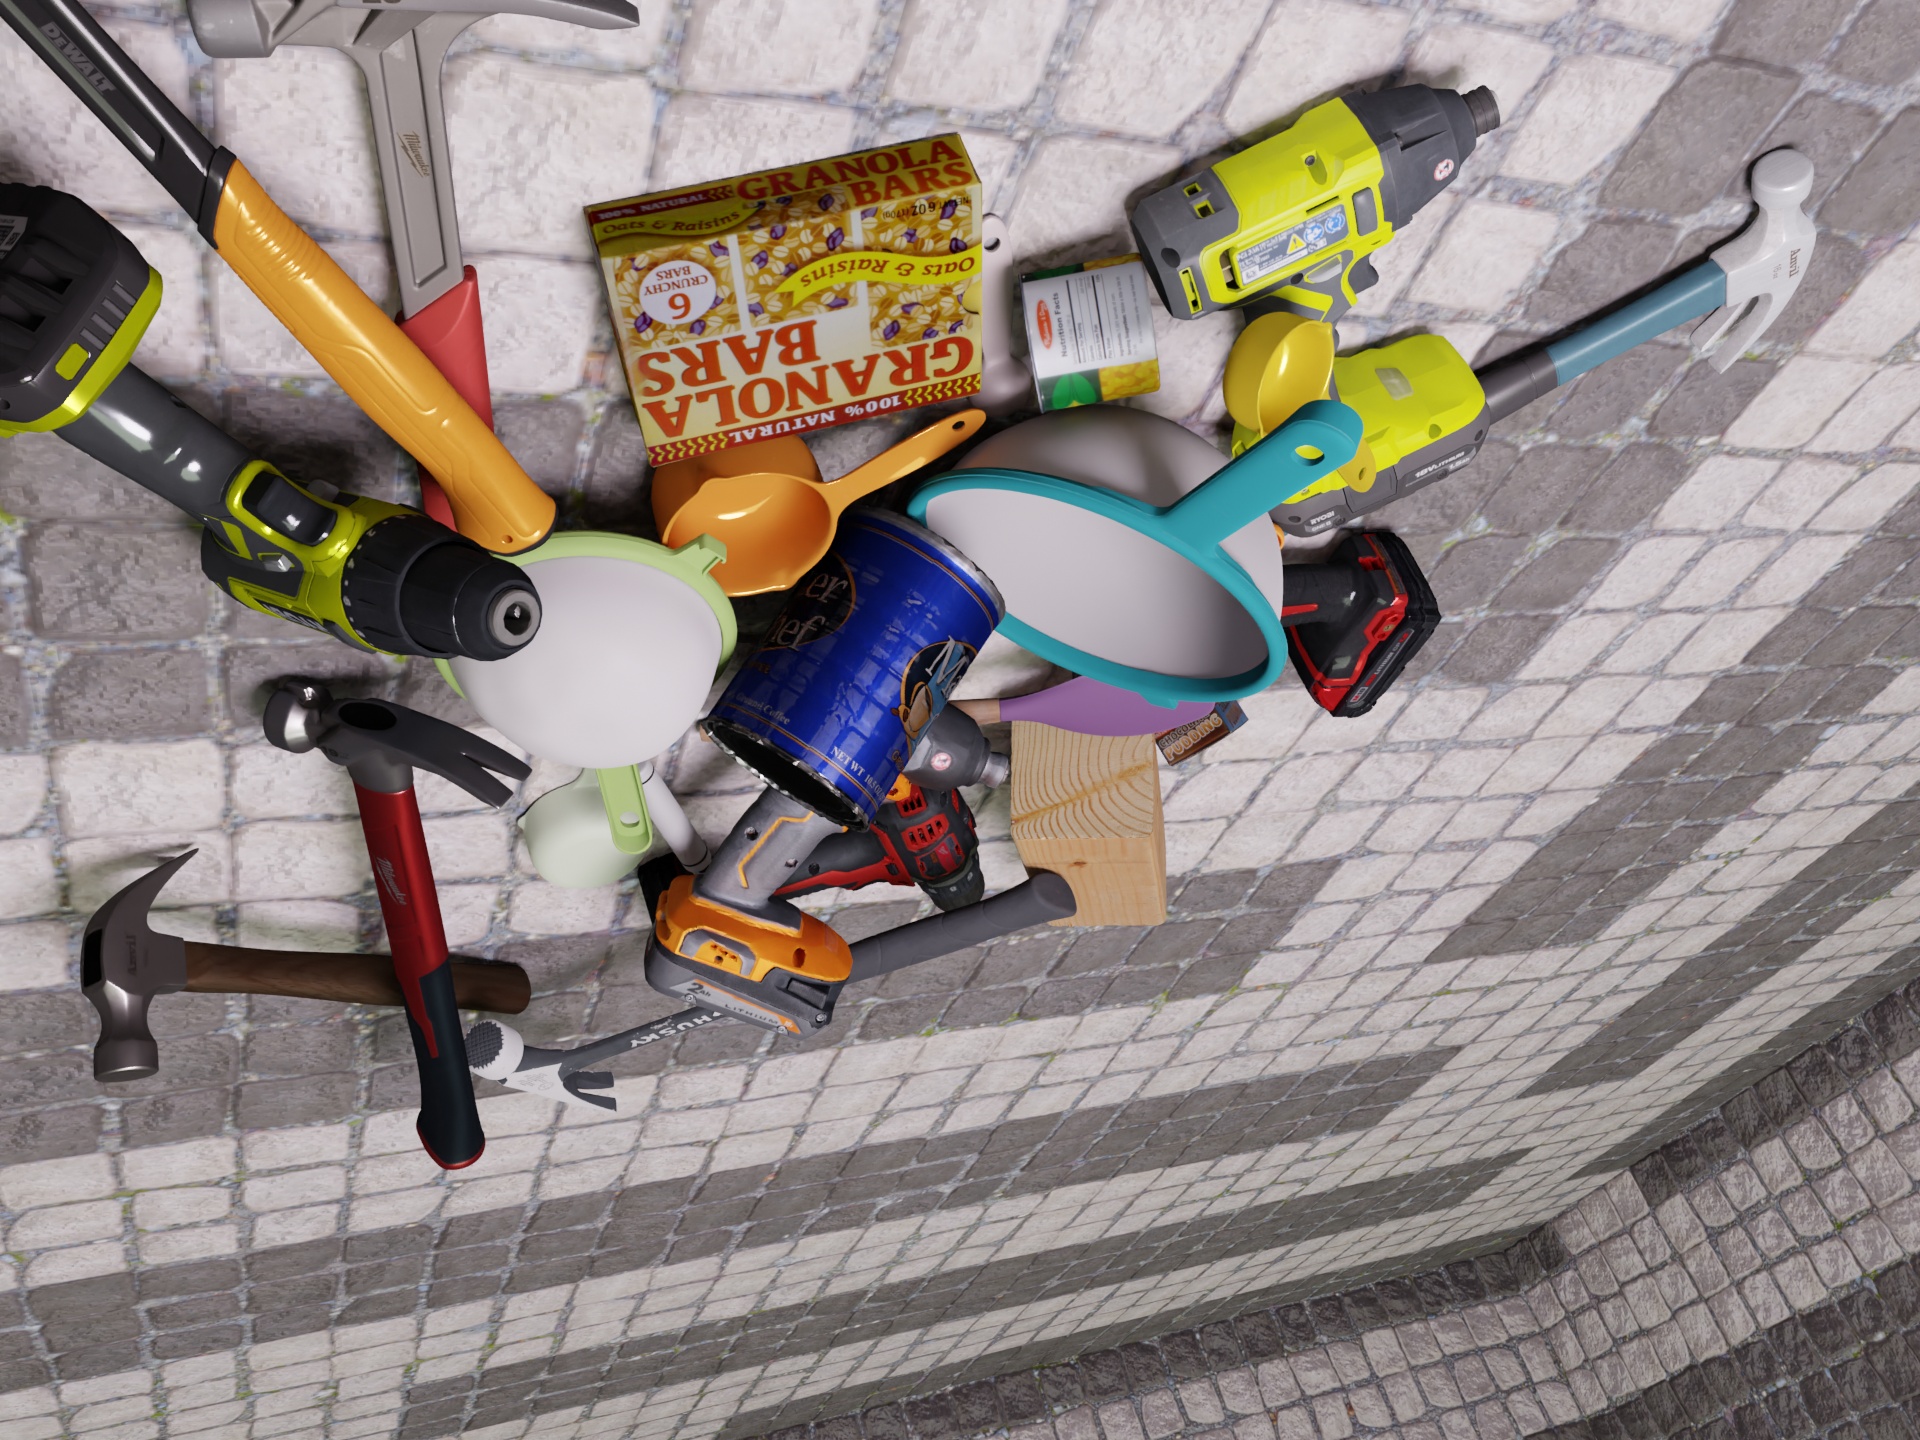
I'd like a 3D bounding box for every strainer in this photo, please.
[{"bbox_3d":[-0.194,0.023,0.927,0.087,0.050,0.258,-26,141,-5],"label":"strainer"},{"bbox_3d":[0.104,-0.112,0.774,0.211,0.095,0.340,29,161,-12],"label":"strainer"},{"bbox_3d":[-0.186,0.013,0.826,0.151,0.069,0.256,-7,142,-7],"label":"strainer"}]

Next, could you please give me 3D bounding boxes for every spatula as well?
[{"bbox_3d":[-0.002,-0.003,0.973,0.316,0.018,0.059,-4,137,0],"label":"spatula"}]

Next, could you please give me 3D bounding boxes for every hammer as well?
[{"bbox_3d":[-0.246,-0.174,0.578,0.127,0.034,0.336,-12,143,18],"label":"hammer"},{"bbox_3d":[-0.117,0.182,1.069,0.409,0.036,0.149,-20,149,10],"label":"hammer"},{"bbox_3d":[-0.391,0.158,0.996,0.031,0.130,0.331,-22,160,21],"label":"hammer"},{"bbox_3d":[0.329,-0.199,0.922,0.331,0.033,0.128,-27,146,10],"label":"hammer"},{"bbox_3d":[-0.303,0.147,0.934,0.143,0.038,0.386,17,132,13],"label":"hammer"},{"bbox_3d":[-0.212,-0.153,0.684,0.149,0.037,0.358,-4,145,-14],"label":"hammer"}]

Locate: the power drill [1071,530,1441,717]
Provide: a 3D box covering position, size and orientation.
[{"bbox_3d":[0.177,-0.058,1.008,0.219,0.079,0.143,0,142,-24],"label":"power drill"}]

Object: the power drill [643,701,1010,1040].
[{"bbox_3d":[-0.080,0.072,0.947,0.164,0.084,0.226,22,106,-13],"label":"power drill"}]

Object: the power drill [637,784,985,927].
[{"bbox_3d":[-0.091,0.120,1.122,0.226,0.080,0.187,-24,148,0],"label":"power drill"}]

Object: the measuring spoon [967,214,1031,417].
[{"bbox_3d":[0.019,-0.192,0.775,0.034,0.018,0.124,-16,146,-6],"label":"measuring spoon"}]

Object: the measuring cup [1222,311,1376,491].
[{"bbox_3d":[0.171,-0.149,0.783,0.062,0.029,0.156,-60,146,2],"label":"measuring cup"}]

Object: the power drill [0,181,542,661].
[{"bbox_3d":[-0.284,-0.098,0.616,0.228,0.191,0.080,46,66,-51],"label":"power drill"}]

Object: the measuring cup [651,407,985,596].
[{"bbox_3d":[-0.073,-0.128,0.790,0.173,0.052,0.095,-26,147,5],"label":"measuring cup"}]

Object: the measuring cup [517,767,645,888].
[{"bbox_3d":[-0.220,0.047,0.974,0.083,0.038,0.167,-2,142,-27],"label":"measuring cup"}]

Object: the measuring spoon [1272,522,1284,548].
[{"bbox_3d":[0.126,-0.122,0.880,0.117,0.011,0.021,25,150,11],"label":"measuring spoon"}]

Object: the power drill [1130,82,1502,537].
[{"bbox_3d":[0.194,-0.205,0.802,0.171,0.080,0.223,-24,144,7],"label":"power drill"}]
